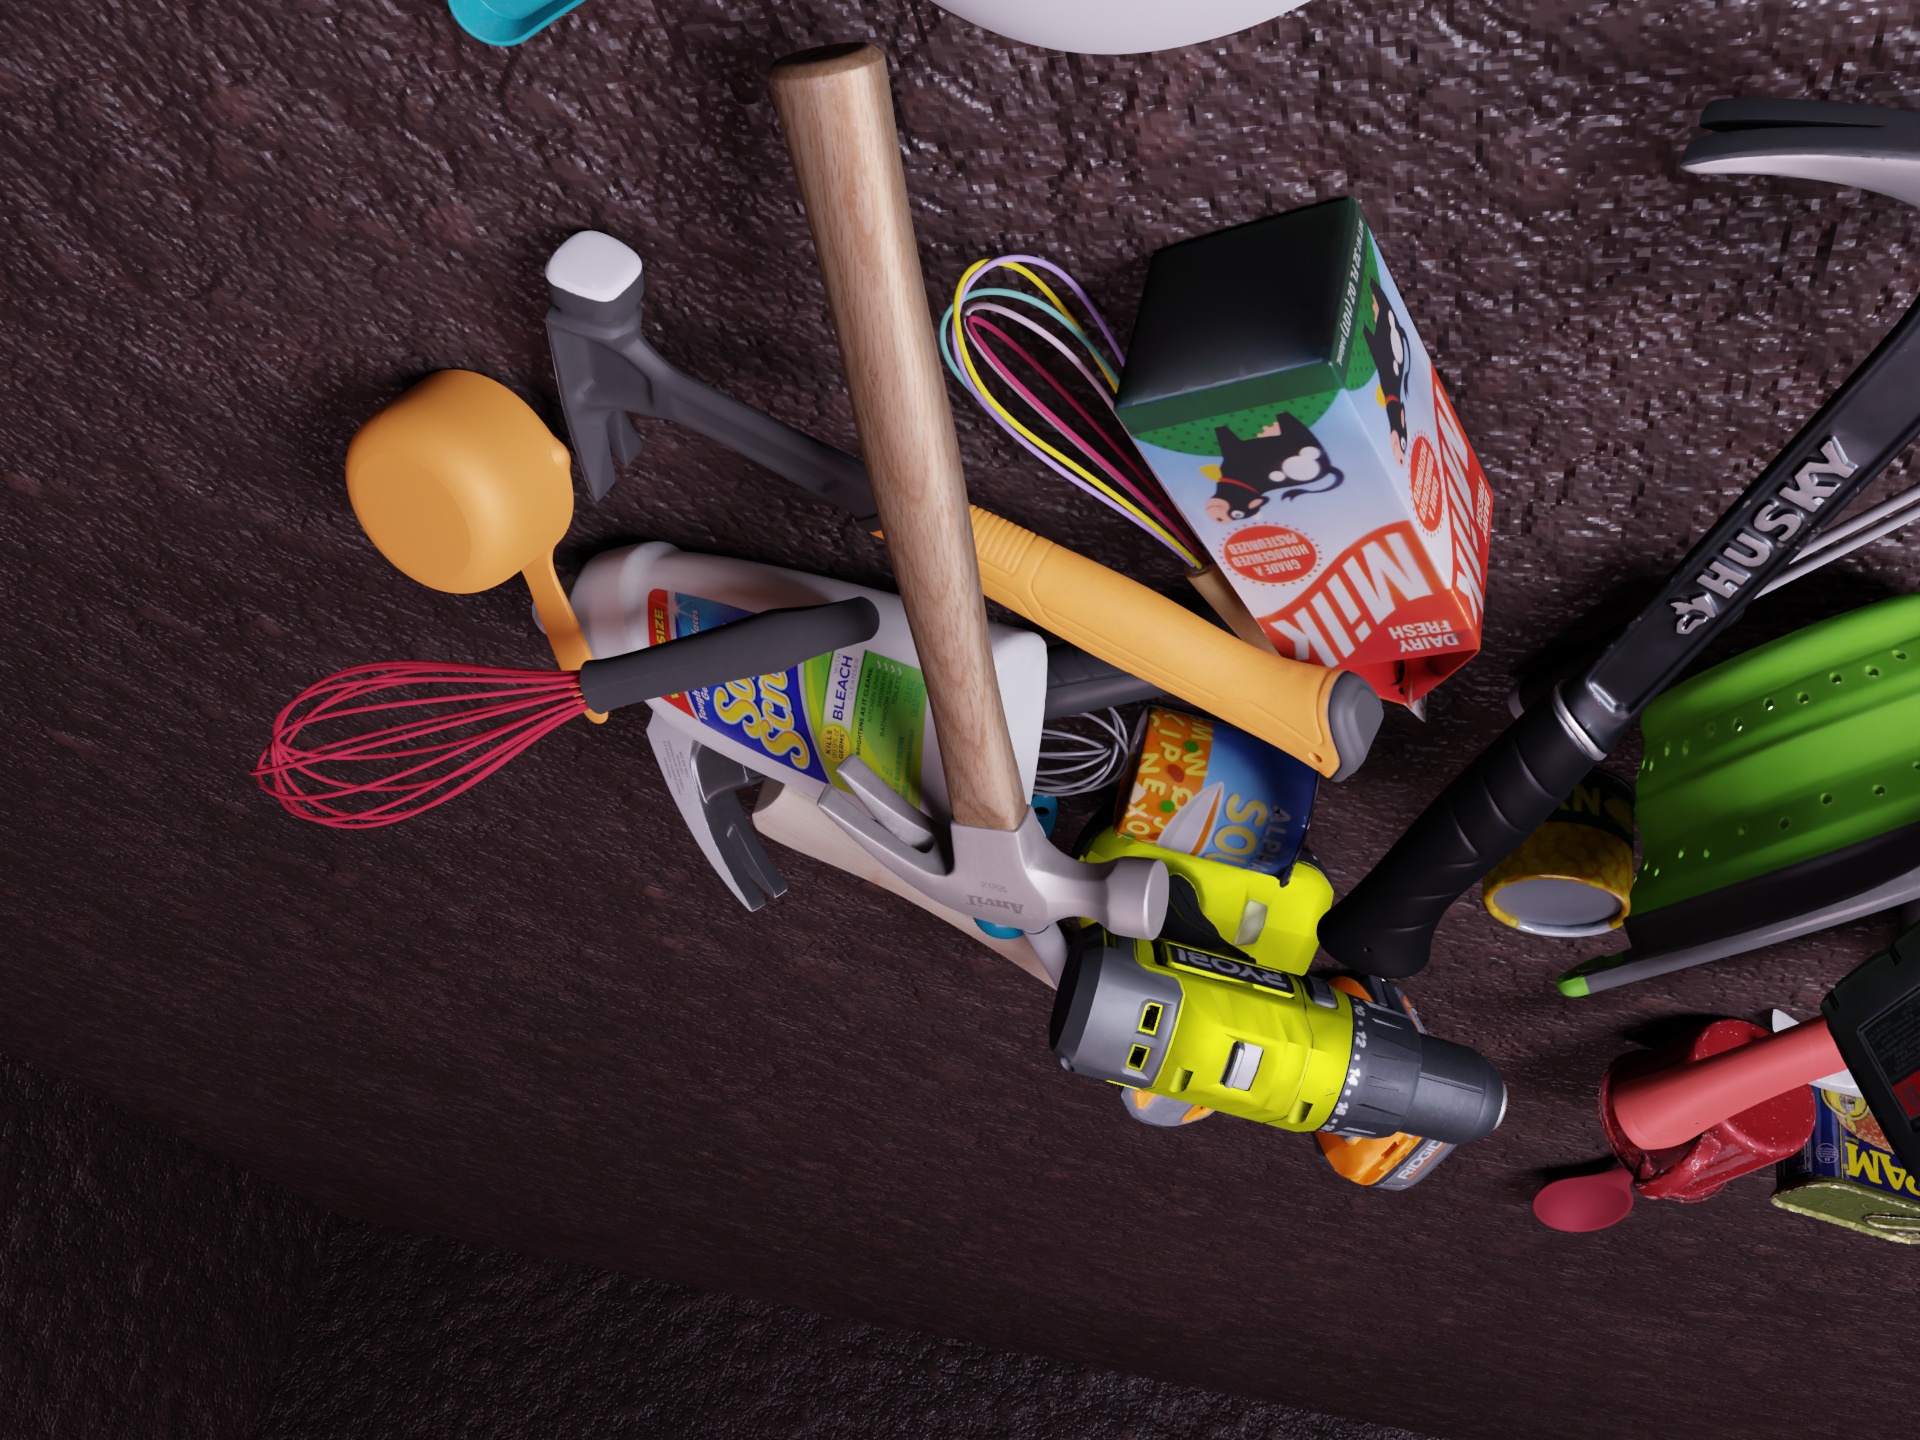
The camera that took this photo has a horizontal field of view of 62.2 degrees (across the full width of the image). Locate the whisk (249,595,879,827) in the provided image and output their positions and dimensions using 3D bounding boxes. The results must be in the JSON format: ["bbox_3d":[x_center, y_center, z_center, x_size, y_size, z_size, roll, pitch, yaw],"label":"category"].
[{"bbox_3d":[-0.172,-0.009,0.673,0.296,0.073,0.073,-13,144,14],"label":"whisk"}]

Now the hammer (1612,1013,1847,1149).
[{"bbox_3d":[0.447,0.120,0.713,0.149,0.037,0.359,24,139,-26],"label":"hammer"}]

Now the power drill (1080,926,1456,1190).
[{"bbox_3d":[0.169,0.175,0.920,0.226,0.164,0.084,22,117,-25],"label":"power drill"}]

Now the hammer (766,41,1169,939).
[{"bbox_3d":[-0.011,-0.056,0.543,0.130,0.031,0.331,5,129,24],"label":"hammer"}]

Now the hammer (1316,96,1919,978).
[{"bbox_3d":[0.204,-0.013,0.509,0.149,0.036,0.408,31,147,7],"label":"hammer"}]

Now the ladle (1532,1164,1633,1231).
[{"bbox_3d":[0.481,0.302,1.104,0.069,0.031,0.315,11,149,1],"label":"ladle"}]

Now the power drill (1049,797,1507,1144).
[{"bbox_3d":[0.137,0.118,0.748,0.190,0.080,0.229,15,-166,-3],"label":"power drill"}]

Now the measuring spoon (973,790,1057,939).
[{"bbox_3d":[0.034,0.087,0.907,0.042,0.021,0.128,10,136,-6],"label":"measuring spoon"}]

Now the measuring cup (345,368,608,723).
[{"bbox_3d":[-0.202,-0.061,0.688,0.095,0.052,0.173,-1,121,31],"label":"measuring cup"}]

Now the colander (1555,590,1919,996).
[{"bbox_3d":[0.380,-0.016,0.533,0.397,0.094,0.204,-26,165,26],"label":"colander"}]

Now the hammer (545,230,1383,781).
[{"bbox_3d":[-0.004,-0.064,0.594,0.337,0.034,0.127,28,152,9],"label":"hammer"}]

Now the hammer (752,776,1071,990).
[{"bbox_3d":[0.043,0.137,1.007,0.410,0.038,0.146,34,144,-31],"label":"hammer"}]

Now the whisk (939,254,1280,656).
[{"bbox_3d":[0.076,-0.071,0.583,0.051,0.047,0.244,-30,123,27],"label":"whisk"}]

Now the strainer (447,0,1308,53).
[{"bbox_3d":[-0.020,-0.210,0.368,0.340,0.095,0.210,-10,143,35],"label":"strainer"}]

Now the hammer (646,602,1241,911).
[{"bbox_3d":[-0.001,-0.002,0.731,0.335,0.035,0.146,-12,99,29],"label":"hammer"}]

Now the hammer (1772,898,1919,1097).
[{"bbox_3d":[0.476,0.119,0.778,0.128,0.033,0.330,0,147,23],"label":"hammer"}]

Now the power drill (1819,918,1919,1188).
[{"bbox_3d":[0.452,0.088,0.555,0.226,0.080,0.187,-4,145,-14],"label":"power drill"}]

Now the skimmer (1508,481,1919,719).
[{"bbox_3d":[0.285,-0.084,0.516,0.127,0.090,0.363,14,162,-8],"label":"skimmer"}]

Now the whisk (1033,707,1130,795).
[{"bbox_3d":[-0.021,0.008,0.804,0.239,0.055,0.055,1,148,33],"label":"whisk"}]

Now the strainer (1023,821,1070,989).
[{"bbox_3d":[0.038,0.102,0.878,0.087,0.050,0.258,28,161,31],"label":"strainer"}]
